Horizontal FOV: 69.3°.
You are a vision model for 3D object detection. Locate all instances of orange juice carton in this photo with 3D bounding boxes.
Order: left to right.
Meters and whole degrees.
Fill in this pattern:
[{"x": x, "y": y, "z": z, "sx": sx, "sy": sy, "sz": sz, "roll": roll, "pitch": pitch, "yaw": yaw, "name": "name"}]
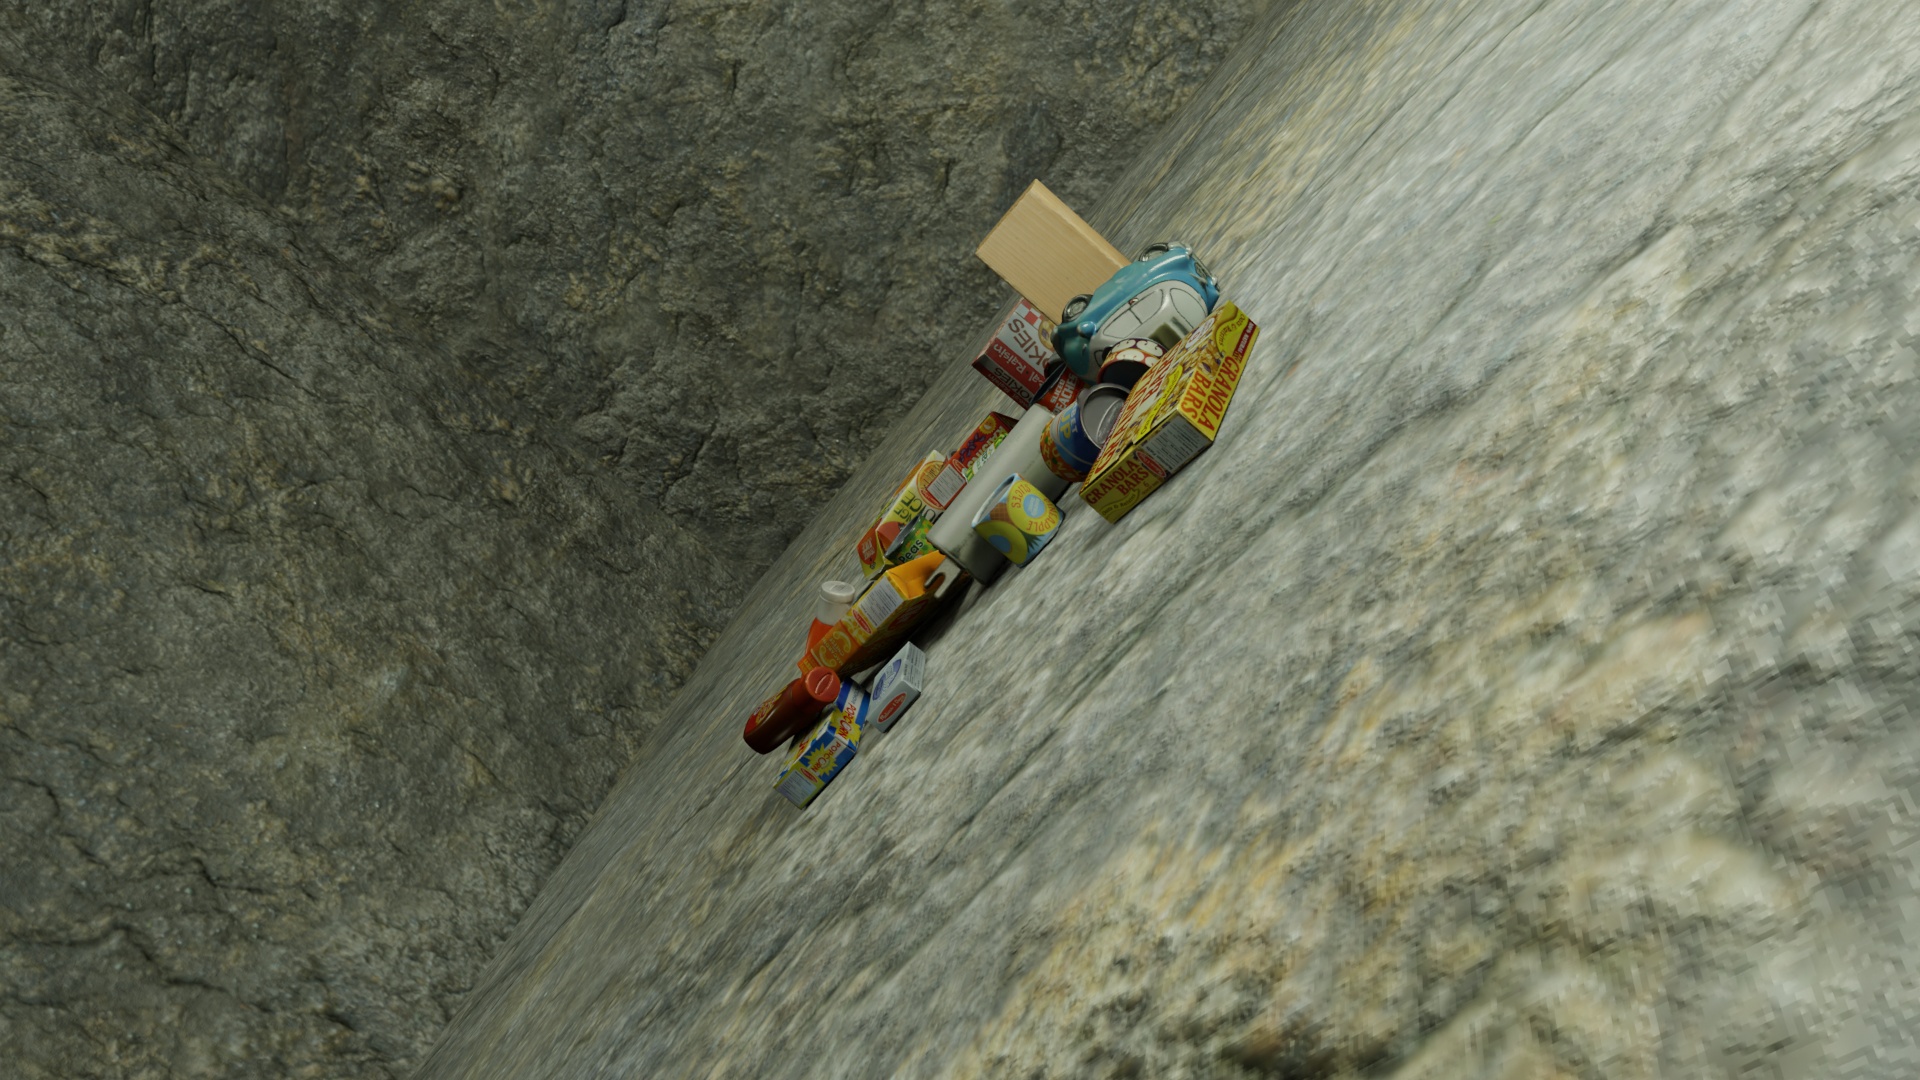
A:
[{"x": -0.068, "y": -0.020, "z": 1.811, "sx": 0.193, "sy": 0.073, "sz": 0.071, "roll": -56, "pitch": 10, "yaw": -29, "name": "orange juice carton"}]

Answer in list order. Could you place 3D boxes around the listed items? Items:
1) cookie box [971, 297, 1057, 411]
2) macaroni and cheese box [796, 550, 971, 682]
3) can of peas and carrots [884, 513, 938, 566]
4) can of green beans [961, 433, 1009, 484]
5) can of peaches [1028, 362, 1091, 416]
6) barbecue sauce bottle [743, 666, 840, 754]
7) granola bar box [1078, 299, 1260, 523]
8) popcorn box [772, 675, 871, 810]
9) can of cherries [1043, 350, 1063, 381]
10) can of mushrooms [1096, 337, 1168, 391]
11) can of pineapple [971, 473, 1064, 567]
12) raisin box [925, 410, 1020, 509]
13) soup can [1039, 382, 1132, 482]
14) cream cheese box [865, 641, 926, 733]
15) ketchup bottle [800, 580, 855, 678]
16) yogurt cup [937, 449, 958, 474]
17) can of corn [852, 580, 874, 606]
[{"x": 0.108, "y": -0.229, "z": 1.628, "sx": 0.168, "sy": 0.123, "sz": 0.040, "roll": -55, "pitch": 9, "yaw": -26, "name": "cookie box"}, {"x": -0.075, "y": 0.079, "z": 1.410, "sx": 0.165, "sy": 0.040, "sz": 0.124, "roll": -46, "pitch": -14, "yaw": 33, "name": "macaroni and cheese box"}, {"x": -0.046, "y": 0.012, "z": 1.617, "sx": 0.071, "sy": 0.058, "sz": 0.071, "roll": -49, "pitch": 9, "yaw": 11, "name": "can of peas and carrots"}, {"x": 0.048, "y": -0.071, "z": 1.461, "sx": 0.057, "sy": 0.071, "sz": 0.071, "roll": -46, "pitch": 10, "yaw": 27, "name": "can of green beans"}, {"x": 0.115, "y": -0.149, "z": 1.475, "sx": 0.071, "sy": 0.058, "sz": 0.071, "roll": -48, "pitch": 9, "yaw": 11, "name": "can of peaches"}, {"x": -0.164, "y": 0.165, "z": 1.373, "sx": 0.148, "sy": 0.043, "sz": 0.065, "roll": -39, "pitch": 13, "yaw": 52, "name": "barbecue sauce bottle"}, {"x": 0.165, "y": -0.104, "z": 1.098, "sx": 0.123, "sy": 0.039, "sz": 0.166, "roll": -43, "pitch": 12, "yaw": 44, "name": "granola bar box"}, {"x": -0.133, "y": 0.196, "z": 1.362, "sx": 0.085, "sy": 0.038, "sz": 0.127, "roll": -47, "pitch": 10, "yaw": 17, "name": "popcorn box"}, {"x": 0.135, "y": -0.195, "z": 1.554, "sx": 0.071, "sy": 0.071, "sz": 0.059, "roll": -38, "pitch": 16, "yaw": 55, "name": "can of cherries"}, {"x": 0.153, "y": -0.143, "z": 1.221, "sx": 0.070, "sy": 0.071, "sz": 0.034, "roll": -41, "pitch": 14, "yaw": 47, "name": "can of mushrooms"}, {"x": 0.052, "y": -0.020, "z": 1.256, "sx": 0.071, "sy": 0.058, "sz": 0.071, "roll": -49, "pitch": 9, "yaw": 10, "name": "can of pineapple"}, {"x": 0.027, "y": -0.089, "z": 1.619, "sx": 0.123, "sy": 0.040, "sz": 0.086, "roll": -48, "pitch": -23, "yaw": 14, "name": "raisin box"}, {"x": 0.114, "y": -0.095, "z": 1.215, "sx": 0.071, "sy": 0.071, "sz": 0.083, "roll": -55, "pitch": 9, "yaw": -25, "name": "soup can"}, {"x": -0.059, "y": 0.135, "z": 1.289, "sx": 0.053, "sy": 0.024, "sz": 0.104, "roll": -47, "pitch": 9, "yaw": 12, "name": "cream cheese box"}, {"x": -0.143, "y": 0.117, "z": 1.497, "sx": 0.065, "sy": 0.043, "sz": 0.148, "roll": -35, "pitch": -41, "yaw": -62, "name": "ketchup bottle"}, {"x": 0.000, "y": -0.072, "z": 1.723, "sx": 0.053, "sy": 0.072, "sz": 0.073, "roll": -56, "pitch": 6, "yaw": 24, "name": "yogurt cup"}, {"x": -0.095, "y": 0.090, "z": 1.546, "sx": 0.071, "sy": 0.058, "sz": 0.071, "roll": -49, "pitch": 9, "yaw": 10, "name": "can of corn"}]
